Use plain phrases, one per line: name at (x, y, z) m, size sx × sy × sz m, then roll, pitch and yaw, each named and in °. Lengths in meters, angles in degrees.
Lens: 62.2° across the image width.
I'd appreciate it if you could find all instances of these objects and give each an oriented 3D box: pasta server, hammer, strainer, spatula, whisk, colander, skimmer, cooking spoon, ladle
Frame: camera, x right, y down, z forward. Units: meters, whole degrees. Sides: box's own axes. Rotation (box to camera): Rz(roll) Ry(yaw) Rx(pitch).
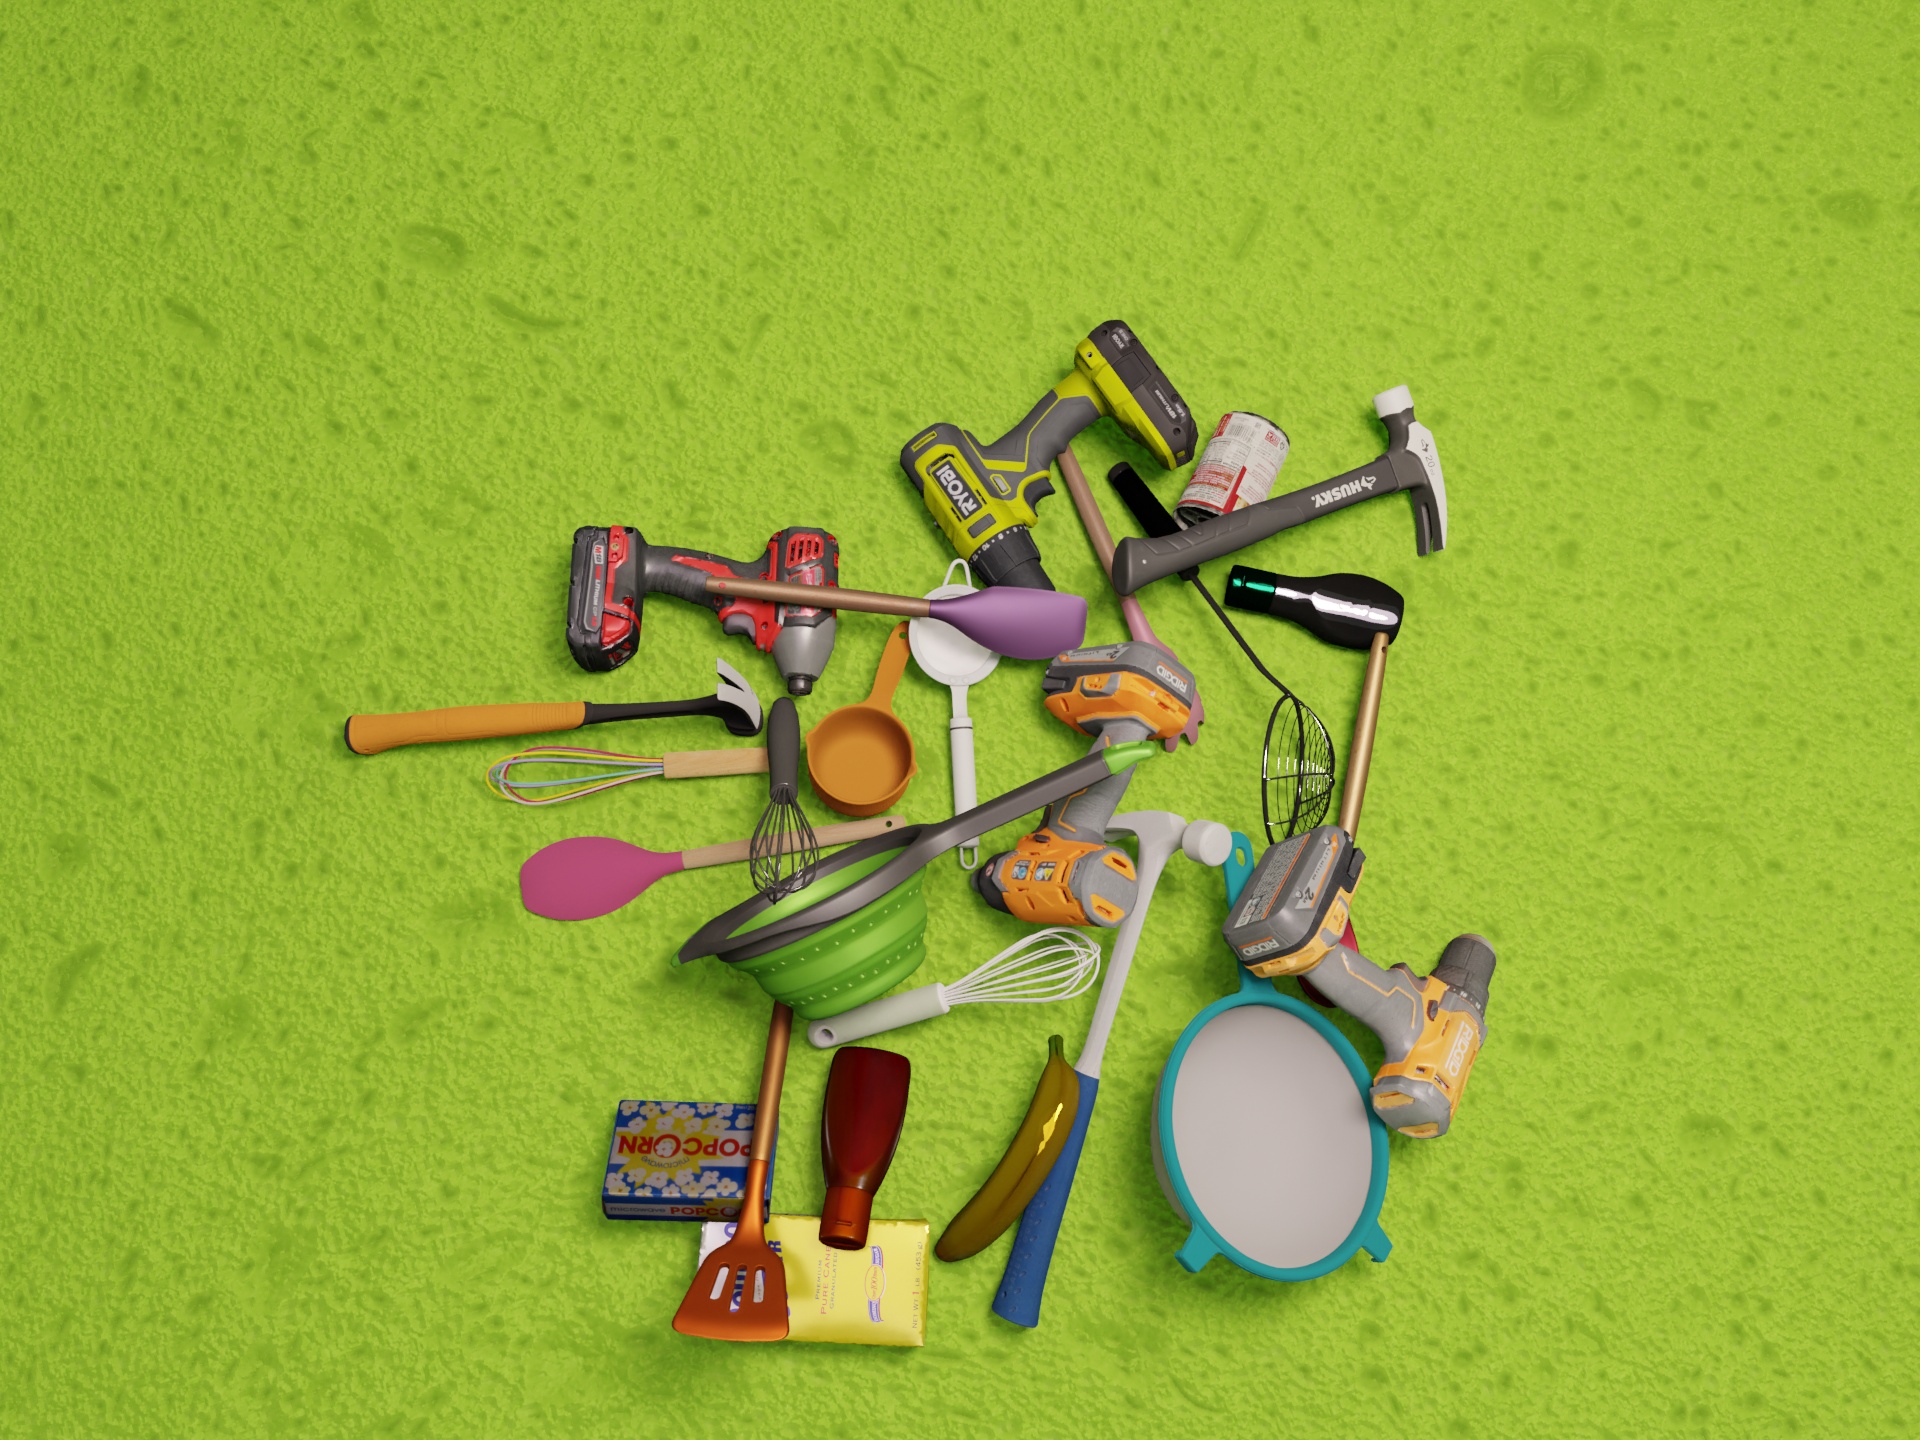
pasta server at (0.134, -0.123, 1.379) m, size 0.060 × 0.040 × 0.316 m, roll -19°, pitch 73°, yaw -7°
hammer at (0.099, 0.264, 1.245) m, size 0.035 × 0.144 × 0.405 m, roll 22°, pitch 82°, yaw -35°
strainer at (-0.002, -0.004, 1.335) m, size 0.086 × 0.050 × 0.258 m, roll 0°, pitch 81°, yaw -21°
hammer at (0.270, -0.168, 1.334) m, size 0.334 × 0.035 × 0.146 m, roll -22°, pitch 93°, yaw -22°
spatula at (-0.052, -0.093, 1.310) m, size 0.316 × 0.018 × 0.060 m, roll 7°, pitch 96°, yaw -6°
hammer at (-0.336, -0.004, 1.293) m, size 0.337 × 0.127 × 0.034 m, roll -5°, pitch 75°, yaw 3°
whisk at (-0.140, 0.055, 1.253) m, size 0.055 × 0.055 × 0.239 m, roll -4°, pitch 38°, yaw -3°
whisk at (-0.267, 0.041, 1.318) m, size 0.245 × 0.051 × 0.047 m, roll -3°, pitch 101°, yaw -7°
colander at (-0.020, 0.131, 1.203) m, size 0.397 × 0.204 × 0.094 m, roll -25°, pitch 95°, yaw 11°
skimmer at (0.203, -0.061, 1.341) m, size 0.090 × 0.127 × 0.364 m, roll -37°, pitch 67°, yaw 14°
strainer at (0.214, 0.261, 1.242) m, size 0.211 × 0.095 × 0.341 m, roll 7°, pitch 66°, yaw -27°
spatula at (-0.147, 0.304, 1.190) m, size 0.081 × 0.041 × 0.323 m, roll 4°, pitch 52°, yaw 1°
cooking spoon at (-0.203, 0.110, 1.309) m, size 0.319 × 0.017 × 0.069 m, roll -9°, pitch 77°, yaw -4°
whisk at (-0.006, 0.216, 1.254) m, size 0.246 × 0.059 × 0.057 m, roll -18°, pitch 101°, yaw 10°
ladle at (0.321, 0.079, 1.313) m, size 0.069 × 0.031 × 0.315 m, roll 17°, pitch 80°, yaw -25°

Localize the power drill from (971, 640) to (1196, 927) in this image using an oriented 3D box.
power drill at (0.091, 0.056, 1.278) m, size 0.084 × 0.164 × 0.227 m, roll 33°, pitch 67°, yaw -32°

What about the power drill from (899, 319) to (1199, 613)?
power drill at (0.085, -0.211, 1.354) m, size 0.228 × 0.080 × 0.191 m, roll -35°, pitch 78°, yaw 7°

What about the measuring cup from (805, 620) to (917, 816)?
measuring cup at (-0.071, 0.000, 1.329) m, size 0.095 × 0.052 × 0.174 m, roll 17°, pitch 65°, yaw 2°

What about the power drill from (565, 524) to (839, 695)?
power drill at (-0.212, -0.093, 1.334) m, size 0.219 × 0.078 × 0.143 m, roll 2°, pitch 75°, yaw -5°

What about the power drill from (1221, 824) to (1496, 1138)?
power drill at (0.326, 0.184, 1.237) m, size 0.226 × 0.084 × 0.185 m, roll 46°, pitch 52°, yaw -10°
